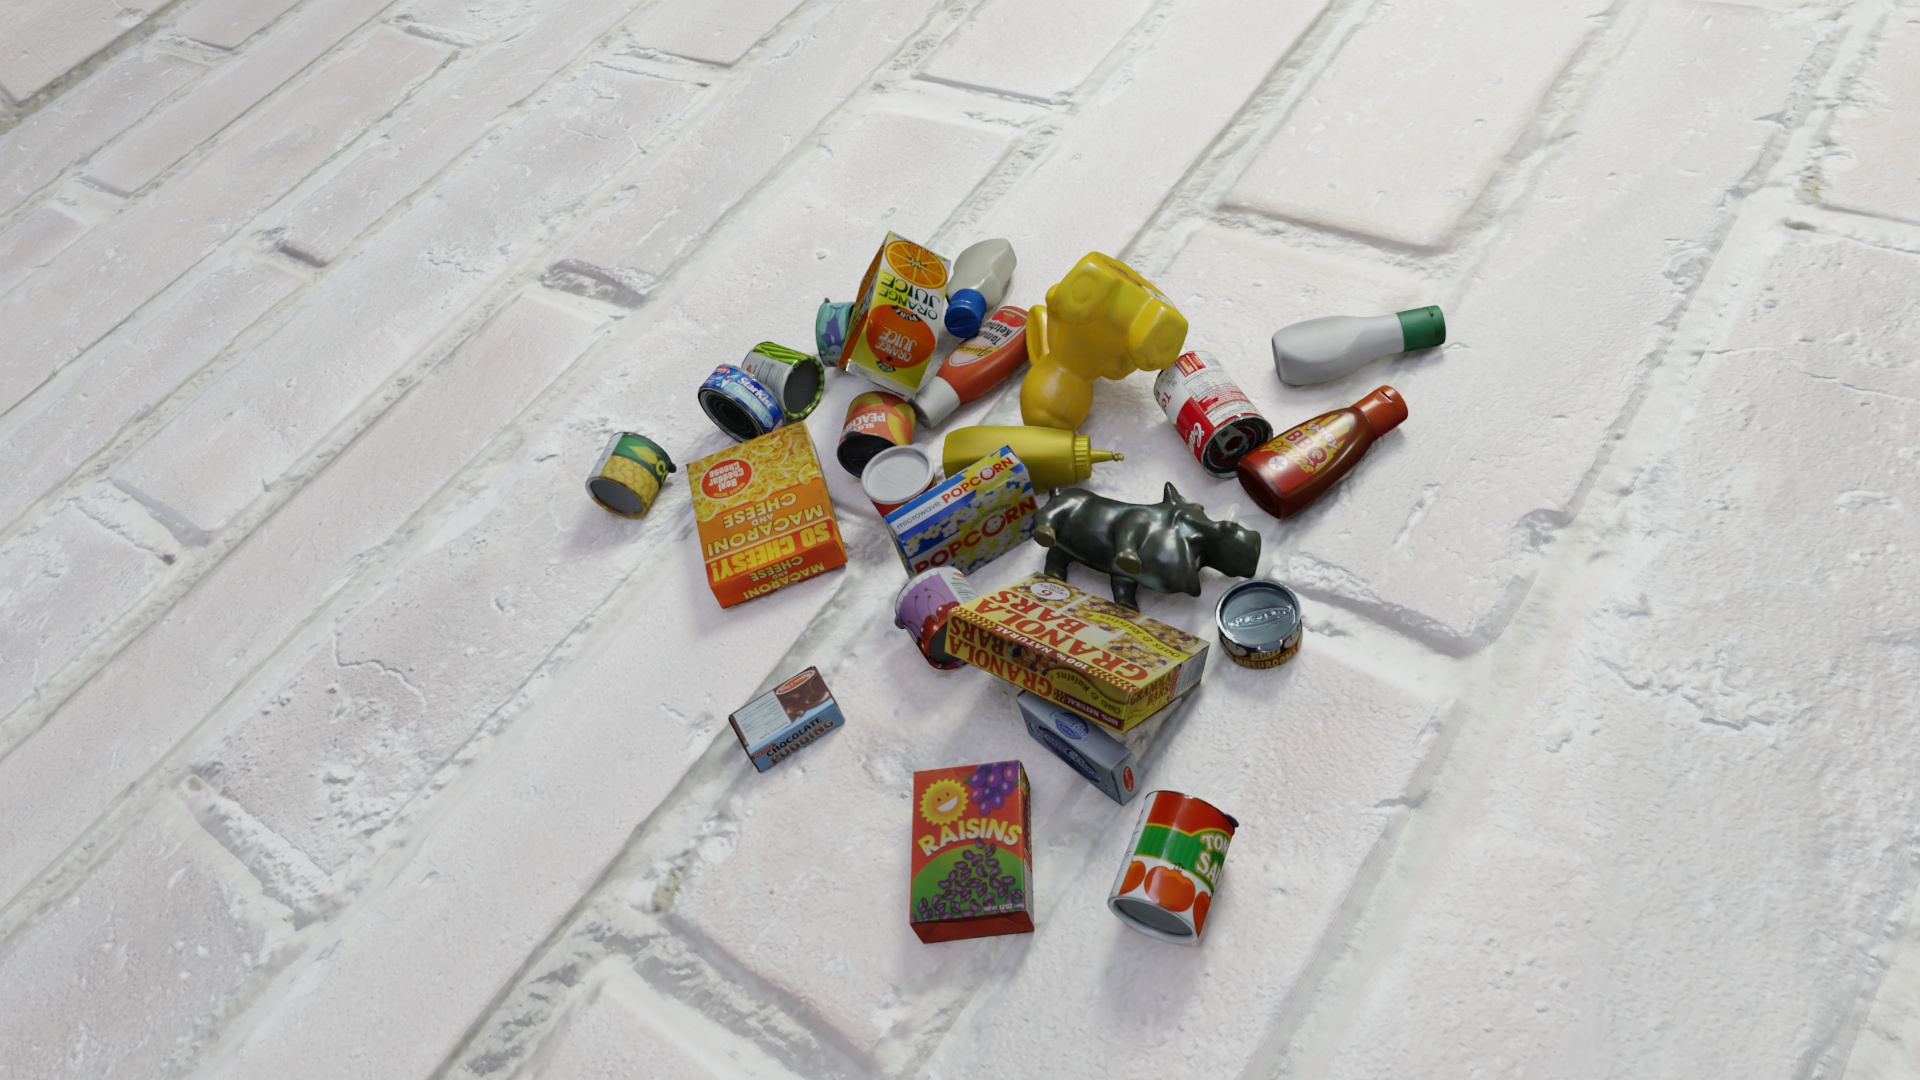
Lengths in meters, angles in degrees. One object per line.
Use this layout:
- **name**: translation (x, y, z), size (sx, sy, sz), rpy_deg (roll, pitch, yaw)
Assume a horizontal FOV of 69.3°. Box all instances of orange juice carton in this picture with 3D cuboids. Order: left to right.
- **orange juice carton**: translation (-0.064, -0.209, 1.345), size (0.072, 0.072, 0.194), rpy_deg (24, 42, -15)

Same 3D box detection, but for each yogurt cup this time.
- **yogurt cup**: translation (-0.050, -0.044, 1.257), size (0.072, 0.053, 0.073), rpy_deg (-9, 49, 11)

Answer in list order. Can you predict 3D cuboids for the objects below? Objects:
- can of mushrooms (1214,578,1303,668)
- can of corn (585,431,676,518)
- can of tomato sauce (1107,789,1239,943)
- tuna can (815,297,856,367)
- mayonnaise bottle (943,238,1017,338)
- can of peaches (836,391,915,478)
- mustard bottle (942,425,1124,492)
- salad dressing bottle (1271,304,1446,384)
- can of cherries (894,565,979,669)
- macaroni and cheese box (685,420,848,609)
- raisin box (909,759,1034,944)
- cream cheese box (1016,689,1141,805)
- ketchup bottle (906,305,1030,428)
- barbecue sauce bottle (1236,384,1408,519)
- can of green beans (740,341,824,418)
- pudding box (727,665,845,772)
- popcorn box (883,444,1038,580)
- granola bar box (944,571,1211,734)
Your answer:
- **can of mushrooms**: translation (0.234, 0.067, 1.086), size (0.071, 0.033, 0.071), rpy_deg (-9, 49, 10)
- **can of corn**: translation (-0.321, -0.062, 1.353), size (0.071, 0.071, 0.058), rpy_deg (6, 54, 22)
- **can of tomato sauce**: translation (0.147, 0.226, 0.959), size (0.071, 0.071, 0.083), rpy_deg (11, 56, 26)
- **tuna can**: translation (-0.121, -0.212, 1.410), size (0.033, 0.070, 0.071), rpy_deg (-1, 51, 15)
- **mayonnaise bottle**: translation (0.015, -0.253, 1.395), size (0.064, 0.041, 0.149), rpy_deg (-14, 32, 23)
- **can of peaches**: translation (-0.079, -0.099, 1.301), size (0.071, 0.071, 0.058), rpy_deg (-2, 50, 16)
- **mustard bottle**: translation (0.066, -0.073, 1.241), size (0.160, 0.065, 0.049), rpy_deg (-1, 56, 10)
- **salad dressing bottle**: translation (0.357, -0.178, 1.247), size (0.148, 0.043, 0.064), rpy_deg (-11, 47, 7)
- **can of cherries**: translation (-0.014, 0.066, 1.147), size (0.071, 0.071, 0.058), rpy_deg (-31, 50, -8)
- **macaroni and cheese box**: translation (-0.182, -0.026, 1.293), size (0.124, 0.040, 0.167), rpy_deg (-20, 48, 0)
- **raisin box**: translation (0.008, 0.227, 1.021), size (0.086, 0.040, 0.124), rpy_deg (-9, 48, 11)
- **cream cheese box**: translation (0.089, 0.153, 1.048), size (0.024, 0.053, 0.104), rpy_deg (-41, 51, -19)
- **ketchup bottle**: translation (0.013, -0.167, 1.346), size (0.149, 0.043, 0.065), rpy_deg (-43, 42, -18)
- **barbecue sauce bottle**: translation (0.311, -0.079, 1.178), size (0.149, 0.043, 0.065), rpy_deg (-32, 53, -10)
- **can of green beans**: translation (-0.178, -0.160, 1.387), size (0.058, 0.071, 0.071), rpy_deg (21, 61, 30)
- **pudding box**: translation (-0.142, 0.146, 1.143), size (0.084, 0.030, 0.050), rpy_deg (-31, 48, -9)
- **popcorn box**: translation (0.004, -0.015, 1.194), size (0.127, 0.084, 0.038), rpy_deg (-31, 50, -9)
- **granola bar box**: translation (0.090, 0.083, 1.076), size (0.166, 0.039, 0.125), rpy_deg (22, 26, 32)
